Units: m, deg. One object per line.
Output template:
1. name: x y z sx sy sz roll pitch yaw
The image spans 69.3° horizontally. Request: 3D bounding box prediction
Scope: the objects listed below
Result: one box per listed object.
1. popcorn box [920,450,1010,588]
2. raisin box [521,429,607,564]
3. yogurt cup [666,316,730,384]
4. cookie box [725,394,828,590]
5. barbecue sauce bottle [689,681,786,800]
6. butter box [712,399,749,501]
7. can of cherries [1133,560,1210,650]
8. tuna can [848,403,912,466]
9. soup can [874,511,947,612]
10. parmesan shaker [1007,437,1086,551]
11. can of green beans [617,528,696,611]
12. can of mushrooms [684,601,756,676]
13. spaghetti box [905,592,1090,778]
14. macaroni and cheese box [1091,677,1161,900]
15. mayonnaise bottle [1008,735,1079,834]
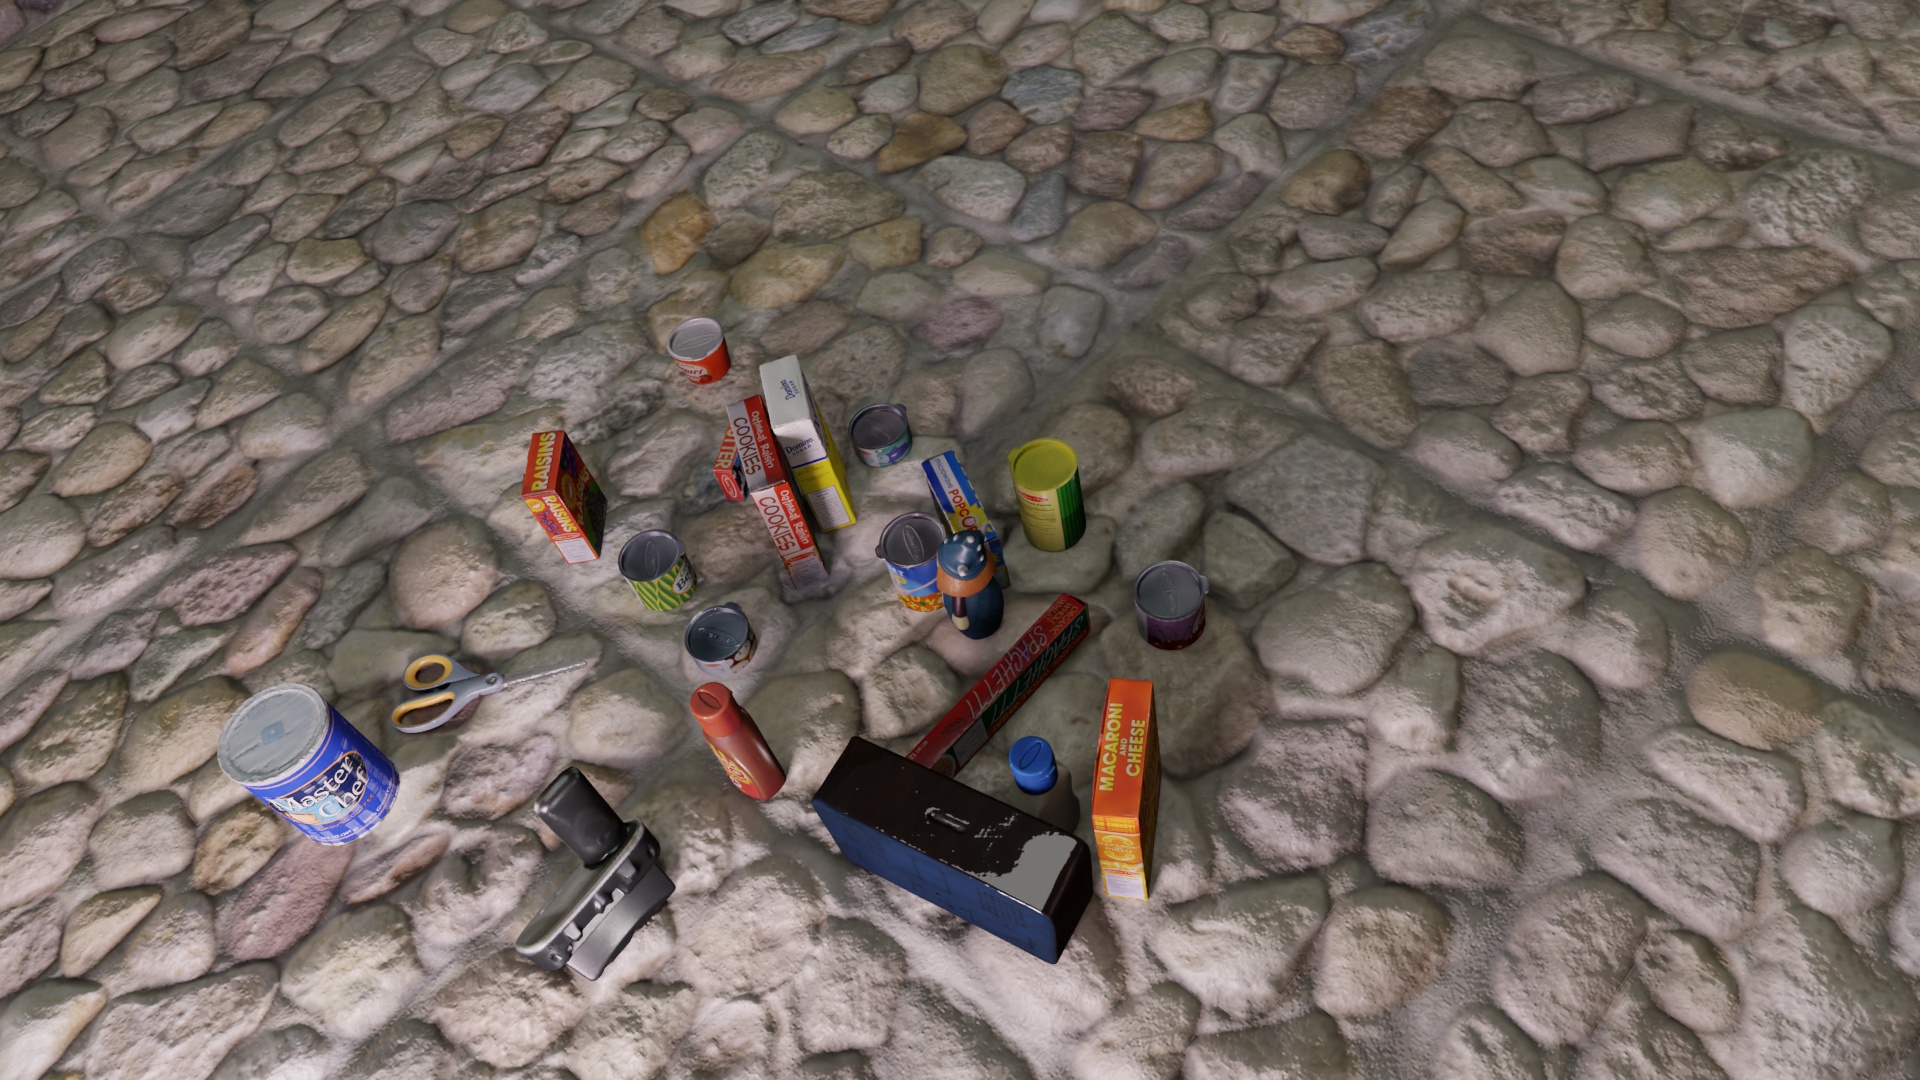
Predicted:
1. popcorn box: 0.005 -0.017 1.392 0.038 0.084 0.127 -22 53 -5
2. raisin box: -0.419 -0.046 1.472 0.040 0.122 0.086 -7 53 6
3. yogurt cup: -0.302 -0.219 1.620 0.072 0.053 0.073 -5 53 7
4. cookie box: -0.183 -0.048 1.400 0.040 0.166 0.123 -20 53 -3
5. barbecue sauce bottle: -0.203 0.178 1.249 0.065 0.147 0.044 32 66 29
6. butter box: -0.240 -0.099 1.520 0.024 0.053 0.104 3 55 13
7. can of cherries: 0.201 0.062 1.312 0.071 0.058 0.072 -5 53 7
8. tuna can: -0.085 -0.116 1.515 0.071 0.032 0.071 -5 53 7
9. soup can: -0.042 0.023 1.373 0.071 0.083 0.072 -5 54 7
10. parmesan shaker: 0.086 -0.046 1.386 0.071 0.102 0.071 -5 54 7
11. can of green beans: -0.312 0.031 1.436 0.071 0.057 0.071 -5 53 7
12. can of mushrooms: -0.238 0.099 1.387 0.071 0.033 0.071 -5 53 7
13. spaghetti box: 0.031 0.148 1.287 0.029 0.050 0.251 33 66 30
14. macaroni and cheese box: 0.139 0.208 1.149 0.040 0.165 0.124 3 55 13
15. mayonnaise bottle: 0.068 0.214 1.171 0.041 0.147 0.065 27 64 27
